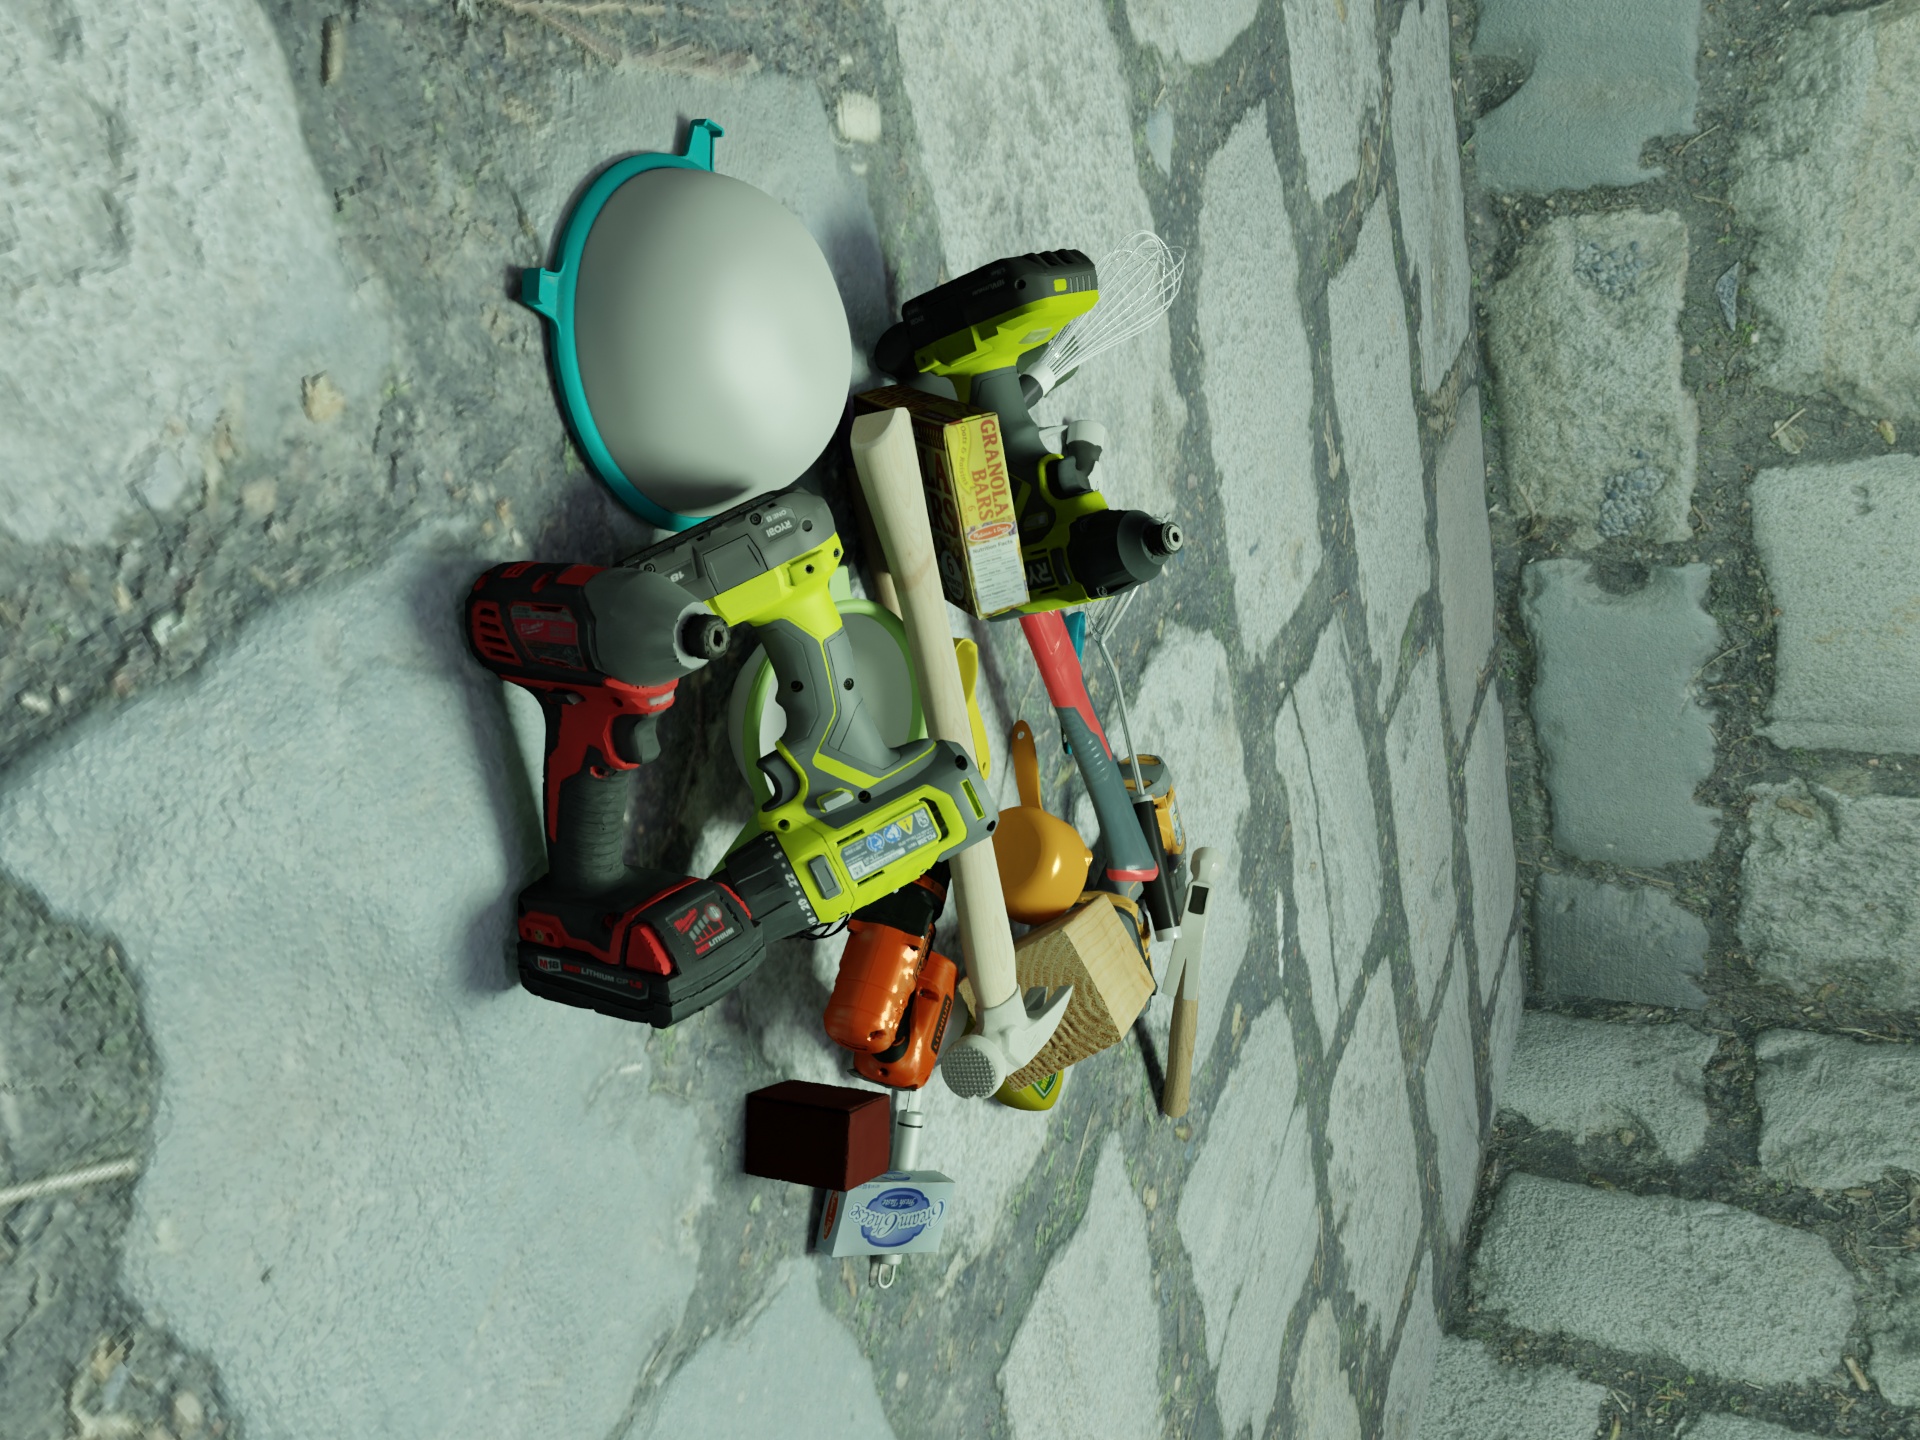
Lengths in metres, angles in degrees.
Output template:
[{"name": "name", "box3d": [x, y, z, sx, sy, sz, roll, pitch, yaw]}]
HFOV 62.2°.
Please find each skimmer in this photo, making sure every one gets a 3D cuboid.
[{"name": "skimmer", "box3d": [0.173, 0.003, 1.367, 0.127, 0.090, 0.363, 76, 3, -81]}]

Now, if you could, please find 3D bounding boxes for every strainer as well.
[{"name": "strainer", "box3d": [-0.032, 0.281, 1.152, 0.086, 0.050, 0.258, 14, 83, -45]}, {"name": "strainer", "box3d": [-0.103, -0.164, 0.926, 0.211, 0.095, 0.340, -61, 140, -40]}, {"name": "strainer", "box3d": [-0.119, 0.037, 0.960, 0.256, 0.069, 0.151, -56, 135, -20]}]

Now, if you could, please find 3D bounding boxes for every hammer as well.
[{"name": "hammer", "box3d": [0.029, -0.215, 1.226, 0.334, 0.035, 0.146, 25, 70, -59]}, {"name": "hammer", "box3d": [0.091, -0.037, 1.243, 0.143, 0.038, 0.386, -46, 125, -36]}, {"name": "hammer", "box3d": [0.214, 0.276, 1.513, 0.130, 0.031, 0.331, -66, 161, -44]}, {"name": "hammer", "box3d": [-0.002, 0.014, 0.983, 0.146, 0.038, 0.410, -28, 109, -63]}]

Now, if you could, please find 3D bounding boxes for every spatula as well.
[{"name": "spatula", "box3d": [-0.065, -0.149, 1.060, 0.018, 0.060, 0.315, -22, 124, -12]}]

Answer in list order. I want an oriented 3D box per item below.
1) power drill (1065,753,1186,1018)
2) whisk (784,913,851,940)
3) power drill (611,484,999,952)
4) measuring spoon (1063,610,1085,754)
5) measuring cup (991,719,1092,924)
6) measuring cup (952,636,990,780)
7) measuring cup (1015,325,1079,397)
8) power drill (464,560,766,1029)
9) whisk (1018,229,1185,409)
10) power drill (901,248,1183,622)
[{"name": "power drill", "box3d": [0.156, 0.168, 1.446, 0.226, 0.084, 0.185, -62, 144, -45]}, {"name": "whisk", "box3d": [-0.063, 0.078, 1.078, 0.239, 0.055, 0.055, -49, 134, -55]}, {"name": "power drill", "box3d": [-0.106, 0.007, 0.865, 0.228, 0.190, 0.080, 65, -8, -14]}, {"name": "measuring spoon", "box3d": [0.092, -0.033, 1.378, 0.042, 0.021, 0.128, -48, 144, -69]}, {"name": "measuring cup", "box3d": [0.045, 0.072, 1.249, 0.052, 0.095, 0.174, 30, 47, -53]}, {"name": "measuring cup", "box3d": [-0.002, -0.004, 1.207, 0.156, 0.029, 0.062, 75, 32, -51]}, {"name": "measuring cup", "box3d": [0.046, -0.293, 1.204, 0.083, 0.038, 0.167, 66, 24, 4]}, {"name": "power drill", "box3d": [-0.165, 0.031, 0.784, 0.078, 0.143, 0.219, -29, 120, -54]}, {"name": "whisk", "box3d": [0.077, -0.271, 1.175, 0.285, 0.070, 0.070, -49, 136, -24]}, {"name": "power drill", "box3d": [0.054, -0.185, 1.044, 0.080, 0.171, 0.223, -22, 99, -42]}]
